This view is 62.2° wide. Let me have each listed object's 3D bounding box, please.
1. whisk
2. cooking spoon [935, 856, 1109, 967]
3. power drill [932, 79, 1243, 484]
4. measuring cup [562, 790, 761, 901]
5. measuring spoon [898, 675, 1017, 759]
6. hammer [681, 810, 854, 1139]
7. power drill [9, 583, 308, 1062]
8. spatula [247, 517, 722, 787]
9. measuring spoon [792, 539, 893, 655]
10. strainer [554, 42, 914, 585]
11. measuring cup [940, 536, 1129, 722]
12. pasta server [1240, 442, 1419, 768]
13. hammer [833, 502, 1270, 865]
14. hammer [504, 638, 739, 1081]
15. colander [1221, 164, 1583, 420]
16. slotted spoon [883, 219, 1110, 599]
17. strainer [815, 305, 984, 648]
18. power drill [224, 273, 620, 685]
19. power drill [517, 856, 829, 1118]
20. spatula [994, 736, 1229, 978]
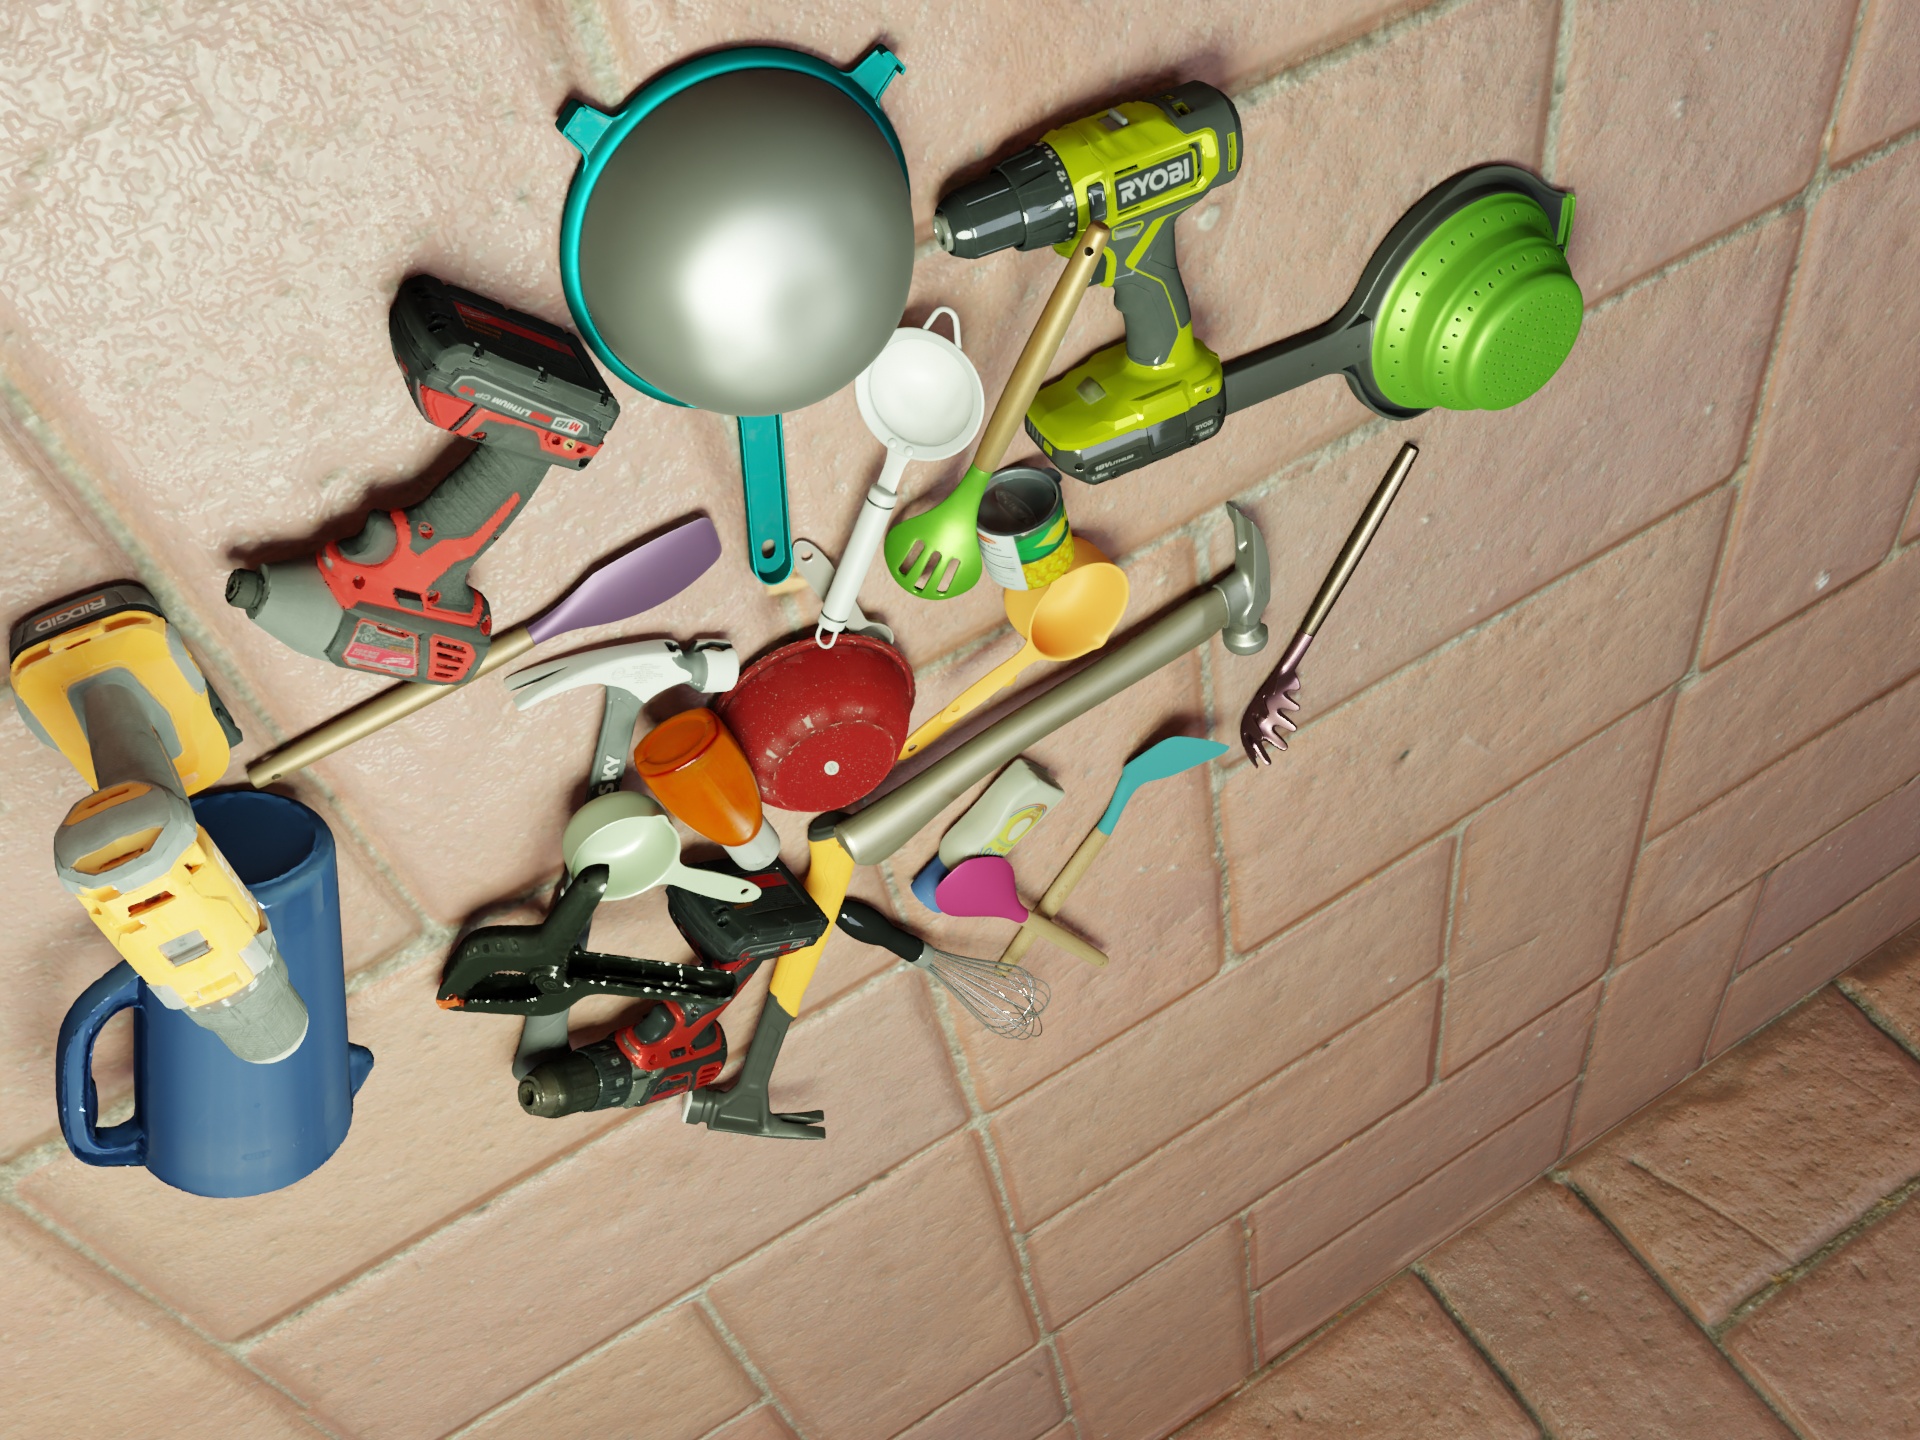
[{"bbox_3d":[-0.016,0.215,1.402,0.070,0.070,0.284,-47,131,10],"label":"whisk"},{"bbox_3d":[0.066,0.181,1.425,0.069,0.017,0.318,-43,146,7],"label":"cooking spoon"},{"bbox_3d":[0.086,-0.268,1.006,0.190,0.080,0.228,-24,137,-10],"label":"power drill"},{"bbox_3d":[-0.204,0.095,1.106,0.083,0.038,0.167,-48,141,14],"label":"measuring cup"},{"bbox_3d":[-0.002,-0.004,1.242,0.117,0.011,0.021,-37,141,-2],"label":"measuring spoon"},{"bbox_3d":[-0.133,0.217,1.315,0.127,0.034,0.336,12,119,-15],"label":"hammer"},{"bbox_3d":[-0.405,0.058,0.820,0.084,0.226,0.185,-26,139,-15],"label":"power drill"},{"bbox_3d":[-0.288,-0.039,0.983,0.316,0.018,0.059,-29,151,-12],"label":"spatula"},{"bbox_3d":[-0.085,-0.086,1.102,0.034,0.018,0.124,-32,134,4],"label":"measuring spoon"},{"bbox_3d":[-0.104,-0.198,0.910,0.211,0.095,0.340,-20,136,-22],"label":"strainer"},{"bbox_3d":[0.043,-0.068,1.186,0.173,0.052,0.095,-39,141,3],"label":"measuring cup"},{"bbox_3d":[0.321,-0.096,1.384,0.060,0.040,0.316,-10,133,-47],"label":"pasta server"},{"bbox_3d":[0.077,-0.019,1.244,0.410,0.038,0.146,-32,140,-16],"label":"hammer"},{"bbox_3d":[-0.273,0.114,1.130,0.149,0.036,0.408,-4,130,-34],"label":"hammer"},{"bbox_3d":[0.325,-0.269,1.172,0.397,0.095,0.204,-24,139,-17],"label":"colander"},{"bbox_3d":[0.022,-0.182,1.007,0.070,0.031,0.313,25,134,-5],"label":"slotted spoon"},{"bbox_3d":[-0.048,-0.153,1.028,0.258,0.087,0.050,-65,174,29],"label":"strainer"},{"bbox_3d":[-0.292,-0.118,0.861,0.143,0.079,0.219,14,121,-44],"label":"power drill"},{"bbox_3d":[-0.221,0.212,1.209,0.187,0.080,0.226,-3,133,-54],"label":"power drill"},{"bbox_3d":[0.120,0.125,1.438,0.082,0.044,0.317,10,122,-43],"label":"spatula"}]
